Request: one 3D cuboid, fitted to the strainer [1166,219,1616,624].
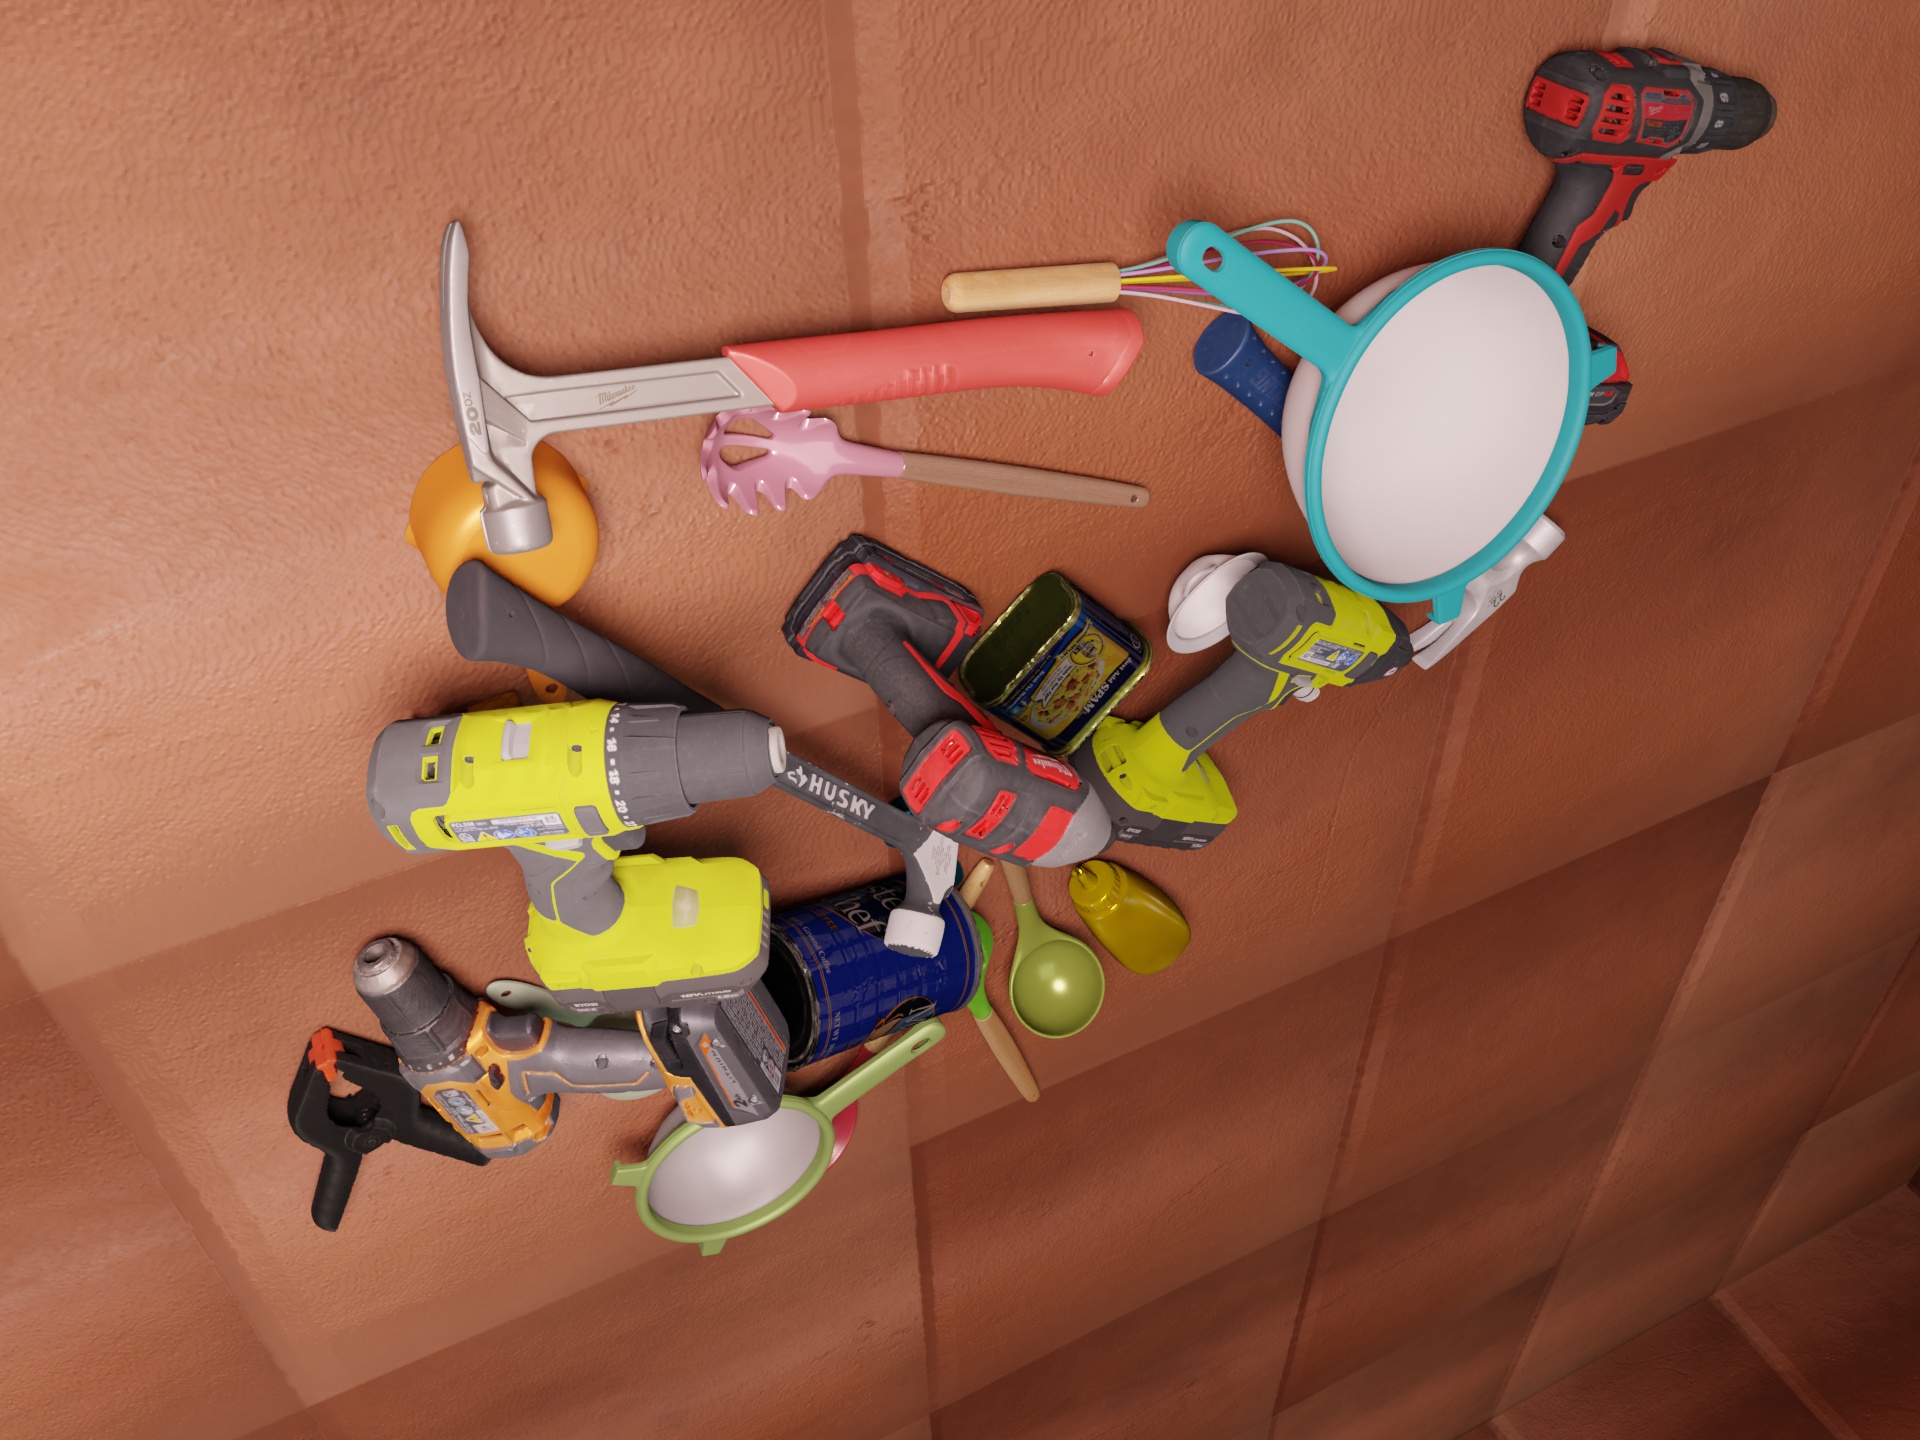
[{"bbox_3d":[0.220,-0.204,0.918,0.340,0.095,0.211,22,103,-36],"label":"strainer"}]

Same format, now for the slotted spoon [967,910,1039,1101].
[{"bbox_3d":[0.025,0.239,1.255,0.070,0.031,0.313,-42,145,-13],"label":"slotted spoon"}]

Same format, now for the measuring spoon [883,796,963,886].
[{"bbox_3d":[-0.025,0.085,1.115,0.042,0.021,0.128,-36,147,-2],"label":"measuring spoon"}]

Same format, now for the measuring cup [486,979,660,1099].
[{"bbox_3d":[-0.246,0.209,1.057,0.083,0.038,0.167,-45,139,9],"label":"measuring cup"}]

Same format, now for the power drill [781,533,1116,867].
[{"bbox_3d":[-0.001,-0.003,0.897,0.143,0.220,0.078,23,112,-43],"label":"power drill"}]

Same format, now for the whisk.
[{"bbox_3d":[0.105,-0.247,0.886,0.245,0.047,0.051,-10,132,-22],"label":"whisk"}]

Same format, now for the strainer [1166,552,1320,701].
[{"bbox_3d":[0.202,-0.061,1.114,0.087,0.050,0.258,-44,143,10],"label":"strainer"}]

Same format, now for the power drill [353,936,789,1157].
[{"bbox_3d":[-0.239,0.186,0.966,0.226,0.084,0.185,-11,131,13],"label":"power drill"}]

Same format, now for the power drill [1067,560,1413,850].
[{"bbox_3d":[0.196,-0.007,1.088,0.171,0.080,0.223,11,134,-43],"label":"power drill"}]

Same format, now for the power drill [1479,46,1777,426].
[{"bbox_3d":[0.413,-0.307,1.012,0.188,0.080,0.226,-8,128,-28],"label":"power drill"}]

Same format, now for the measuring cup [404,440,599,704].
[{"bbox_3d":[-0.223,-0.061,0.824,0.095,0.052,0.173,-20,133,-17],"label":"measuring cup"}]

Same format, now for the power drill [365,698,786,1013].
[{"bbox_3d":[-0.170,0.067,0.819,0.190,0.080,0.228,-6,146,4],"label":"power drill"}]

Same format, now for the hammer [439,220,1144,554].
[{"bbox_3d":[-0.070,-0.183,0.792,0.359,0.037,0.149,-13,109,-24],"label":"hammer"}]

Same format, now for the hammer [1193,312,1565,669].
[{"bbox_3d":[0.280,-0.155,1.084,0.405,0.035,0.144,26,110,-44],"label":"hammer"}]

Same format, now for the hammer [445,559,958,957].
[{"bbox_3d":[-0.120,0.011,0.895,0.408,0.036,0.149,33,64,-48],"label":"hammer"}]

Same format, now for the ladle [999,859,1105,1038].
[{"bbox_3d":[0.046,0.118,1.142,0.078,0.062,0.319,-30,135,-13],"label":"ladle"}]

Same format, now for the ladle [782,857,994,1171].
[{"bbox_3d":[-0.056,0.230,1.210,0.069,0.031,0.315,9,120,-46],"label":"ladle"}]

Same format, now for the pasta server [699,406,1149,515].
[{"bbox_3d":[-0.010,-0.140,0.908,0.316,0.040,0.060,1,117,-35],"label":"pasta server"}]

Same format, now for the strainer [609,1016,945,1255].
[{"bbox_3d":[-0.130,0.280,1.173,0.256,0.069,0.151,-34,135,-4],"label":"strainer"}]
